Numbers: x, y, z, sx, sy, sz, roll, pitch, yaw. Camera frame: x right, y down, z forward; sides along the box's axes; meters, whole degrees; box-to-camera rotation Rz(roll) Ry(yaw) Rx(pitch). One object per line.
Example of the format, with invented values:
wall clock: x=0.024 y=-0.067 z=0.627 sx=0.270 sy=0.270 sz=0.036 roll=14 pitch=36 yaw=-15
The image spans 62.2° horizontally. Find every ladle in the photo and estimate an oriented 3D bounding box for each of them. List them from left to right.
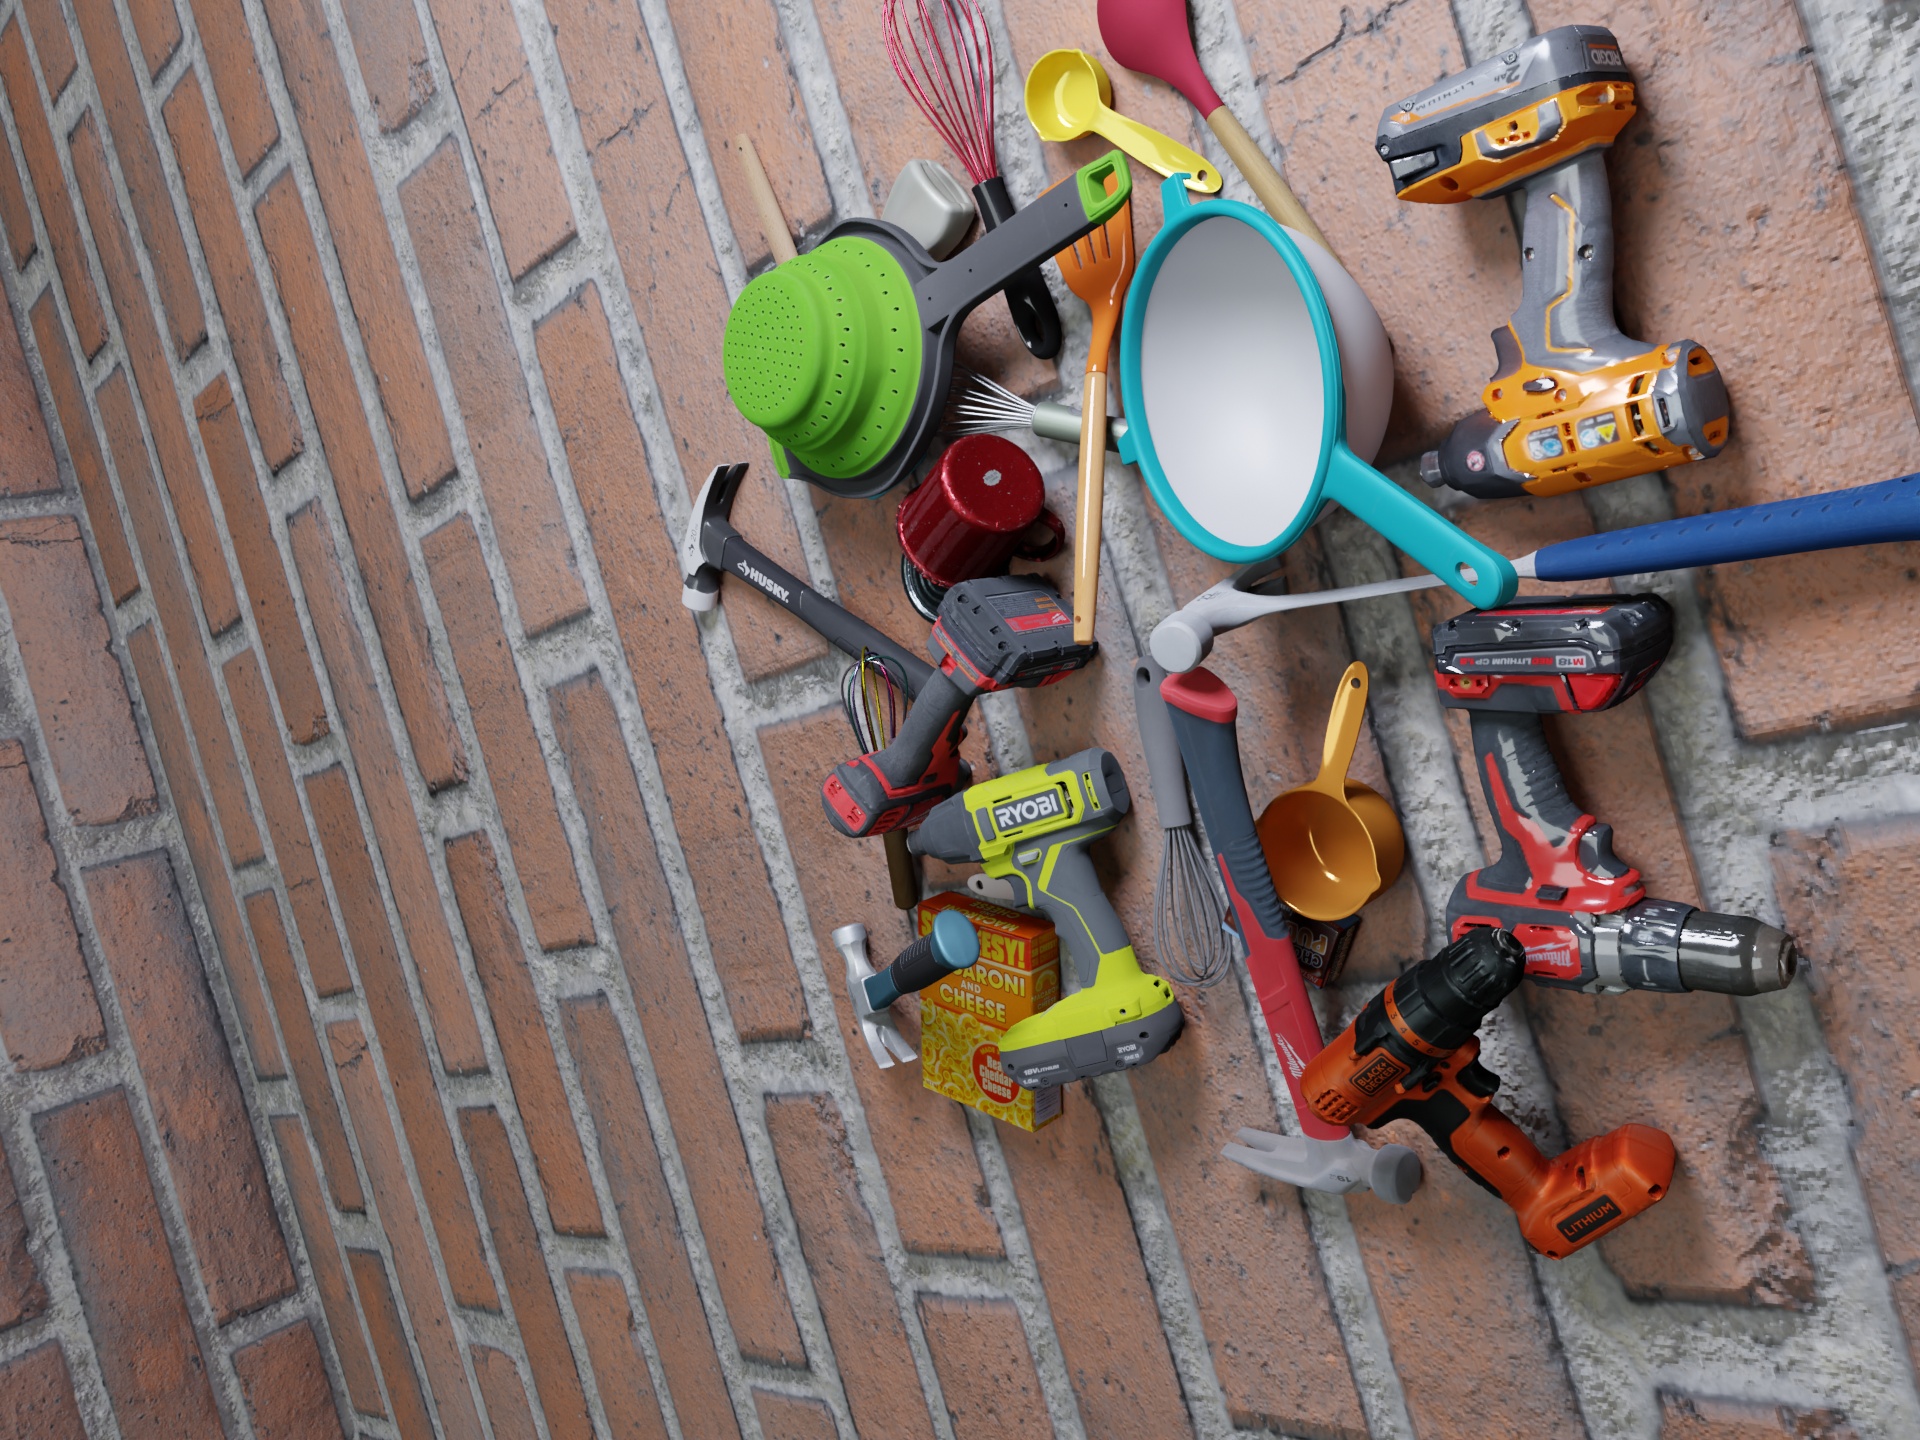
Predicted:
ladle: x=0.173 y=-0.355 z=0.986 sx=0.069 sy=0.031 sz=0.315 roll=-43 pitch=73 yaw=43

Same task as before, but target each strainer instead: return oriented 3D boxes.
strainer: x=0.219 y=-0.168 z=0.909 sx=0.341 sy=0.095 sz=0.210 roll=51 pitch=145 yaw=42

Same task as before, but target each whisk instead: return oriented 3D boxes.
whisk: x=-0.058 y=0.049 z=1.293 sx=0.047 sy=0.051 sz=0.244 roll=42 pitch=146 yaw=54
whisk: x=0.012 y=-0.394 z=1.110 sx=0.073 sy=0.073 sz=0.296 roll=-15 pitch=97 yaw=45
whisk: x=0.051 y=-0.217 z=1.130 sx=0.246 sy=0.057 sz=0.059 roll=19 pitch=107 yaw=34
whisk: x=0.150 y=0.072 z=1.120 sx=0.055 sy=0.055 sz=0.239 roll=-9 pitch=91 yaw=45

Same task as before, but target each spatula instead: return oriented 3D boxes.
spatula: x=-0.118 y=-0.333 z=1.278 sx=0.082 sy=0.044 sz=0.318 roll=-32 pitch=75 yaw=45
spatula: x=0.083 y=-0.210 z=1.063 sx=0.081 sy=0.041 sz=0.323 roll=-8 pitch=75 yaw=45

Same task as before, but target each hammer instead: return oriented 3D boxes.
hammer: x=-0.118 y=-0.096 z=1.337 sx=0.335 sy=0.035 sz=0.146 roll=34 pitch=124 yaw=32
hammer: x=-0.043 y=0.198 z=1.250 sx=0.331 sy=0.033 sz=0.128 roll=131 pitch=123 yaw=-67
hammer: x=0.187 y=0.145 z=1.037 sx=0.143 sy=0.038 sz=0.386 roll=0 pitch=117 yaw=45
hammer: x=0.311 y=-0.087 z=0.880 sx=0.405 sy=0.144 sz=0.035 roll=-7 pitch=109 yaw=36

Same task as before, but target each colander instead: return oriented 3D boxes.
colander: x=-0.052 y=-0.287 z=1.100 sx=0.397 sy=0.094 sz=0.204 roll=-22 pitch=78 yaw=44

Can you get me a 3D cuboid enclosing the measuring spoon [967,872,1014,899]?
measuring spoon: x=0.047 y=0.135 z=1.254 sx=0.124 sy=0.018 sz=0.034 roll=1 pitch=103 yaw=45

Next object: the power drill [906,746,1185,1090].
power drill: x=0.063 y=0.148 z=1.175 sx=0.171 sy=0.080 sz=0.223 roll=-19 pitch=88 yaw=23

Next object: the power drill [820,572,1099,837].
power drill: x=-0.002 y=-0.004 z=1.184 sx=0.079 sy=0.143 sz=0.219 roll=51 pitch=125 yaw=21

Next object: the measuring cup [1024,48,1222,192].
measuring cup: x=0.111 y=-0.387 z=1.043 sx=0.157 sy=0.029 sz=0.062 roll=37 pitch=125 yaw=17

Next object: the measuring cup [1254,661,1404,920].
measuring cup: x=0.246 y=0.041 z=1.010 sx=0.095 sy=0.052 sz=0.173 roll=25 pitch=116 yaw=37

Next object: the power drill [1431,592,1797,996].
power drill: x=0.358 y=0.047 z=0.887 sx=0.188 sy=0.080 sz=0.226 roll=3 pitch=106 yaw=44

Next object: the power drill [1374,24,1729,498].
power drill: x=0.302 y=-0.232 z=0.858 sx=0.164 sy=0.084 sz=0.226 roll=-12 pitch=97 yaw=46
